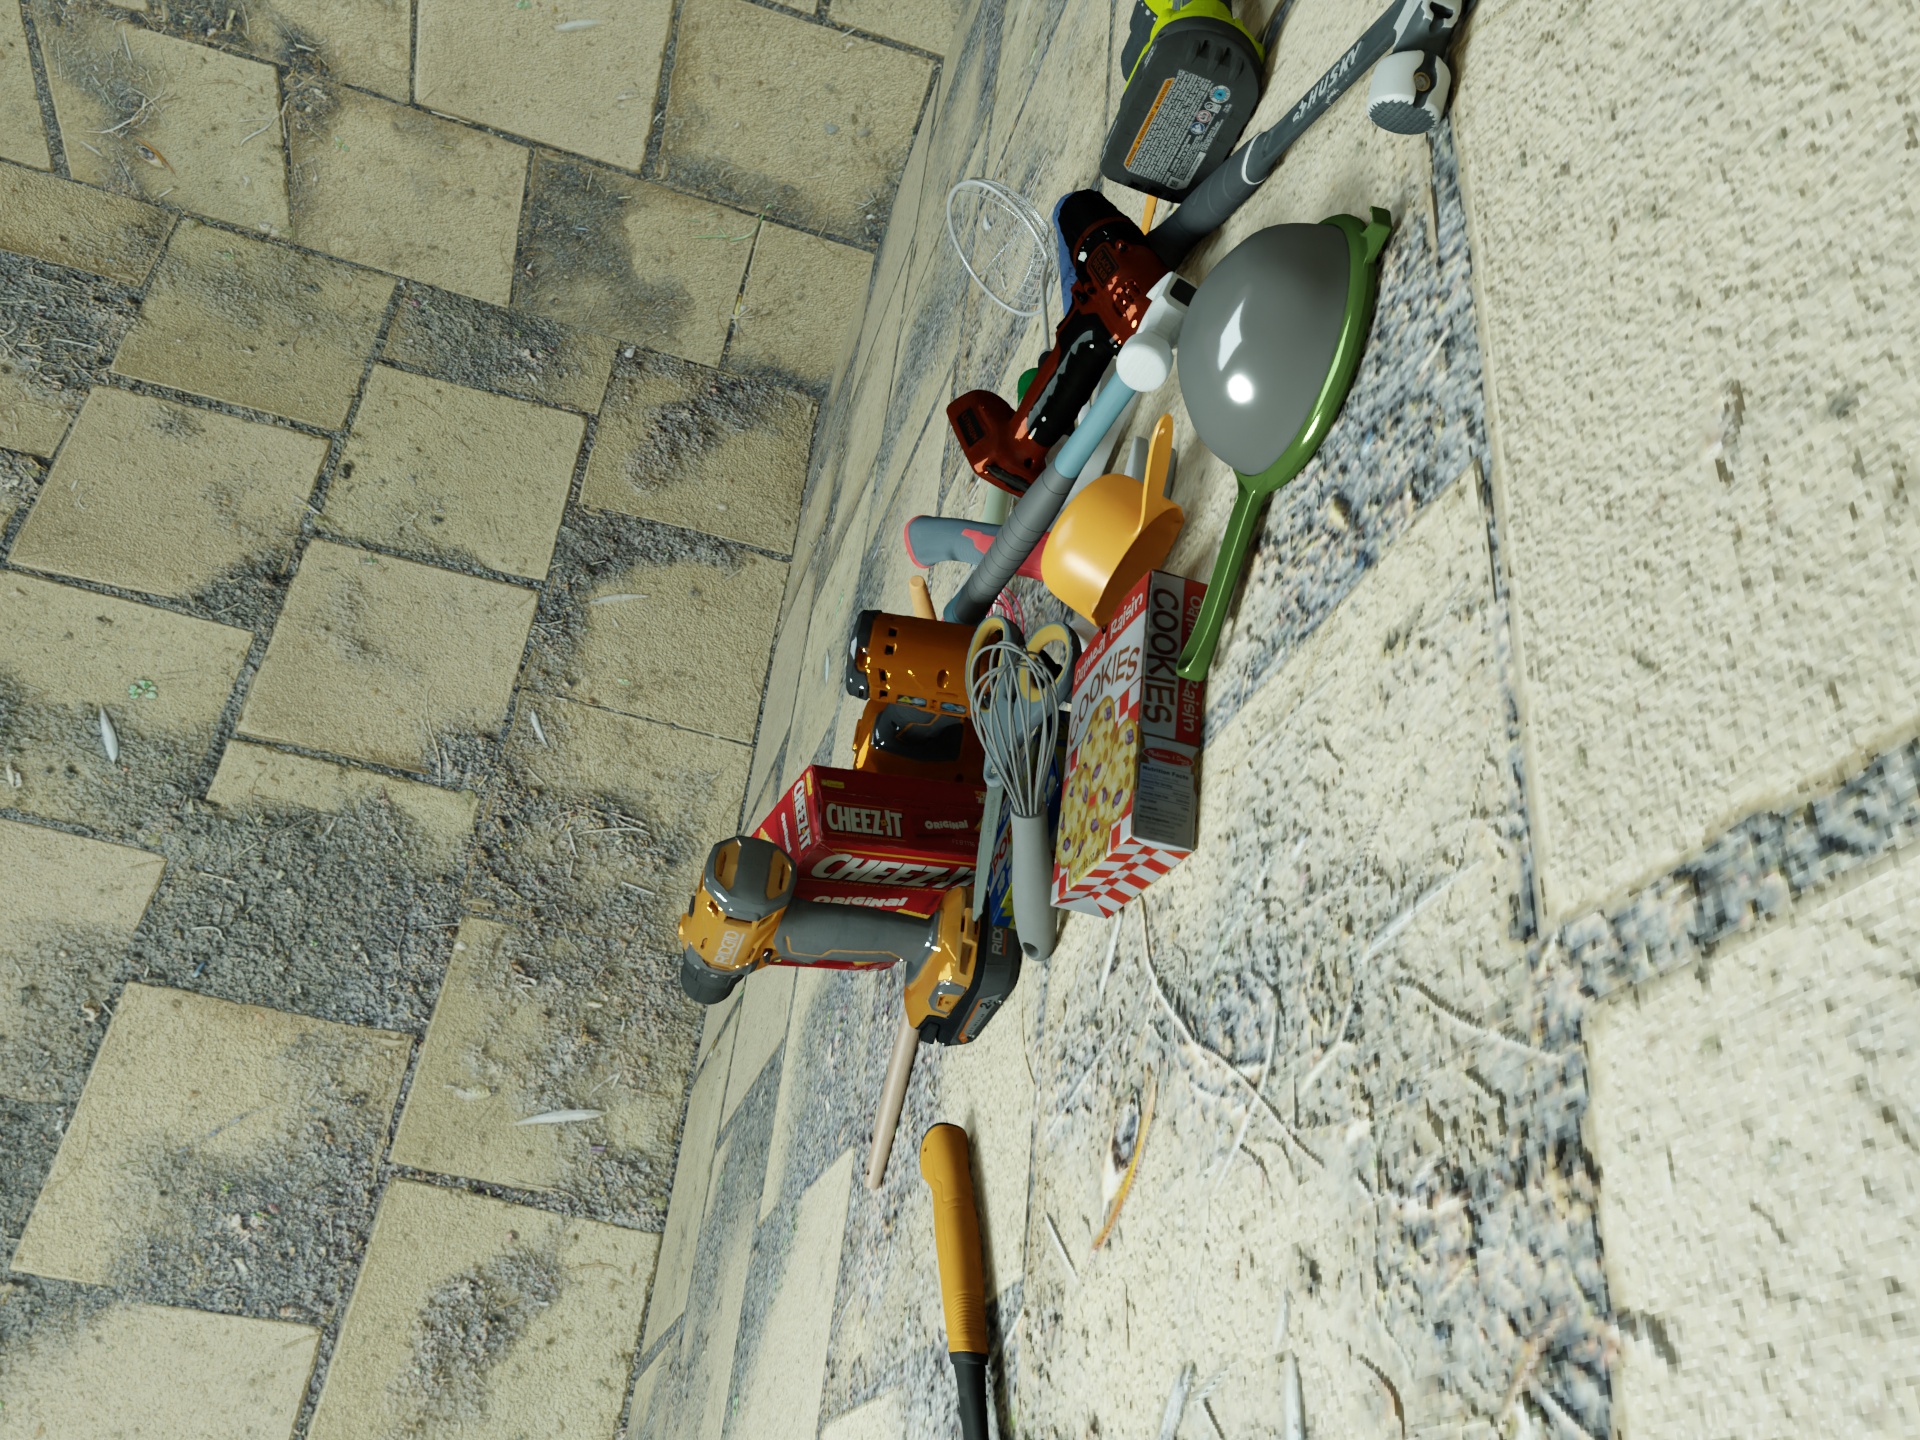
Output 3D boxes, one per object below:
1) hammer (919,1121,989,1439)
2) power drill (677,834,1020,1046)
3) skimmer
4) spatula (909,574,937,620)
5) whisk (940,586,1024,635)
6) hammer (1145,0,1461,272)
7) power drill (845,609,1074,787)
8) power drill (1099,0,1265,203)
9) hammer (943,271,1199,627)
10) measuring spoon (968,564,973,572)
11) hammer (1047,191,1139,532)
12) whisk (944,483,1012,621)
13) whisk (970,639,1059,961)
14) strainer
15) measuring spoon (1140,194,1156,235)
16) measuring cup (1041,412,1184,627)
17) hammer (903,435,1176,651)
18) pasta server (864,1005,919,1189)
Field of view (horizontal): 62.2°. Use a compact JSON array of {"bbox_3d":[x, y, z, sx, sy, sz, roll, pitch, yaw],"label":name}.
[{"bbox_3d":[0.004,0.358,0.957,0.337,0.034,0.127,-101,27,-63],"label":"hammer"},{"bbox_3d":[-0.089,0.168,1.137,0.185,0.226,0.084,119,161,-50],"label":"power drill"},{"bbox_3d":[0.039,-0.311,1.264,0.364,0.090,0.127,-92,-13,-45],"label":"skimmer"},{"bbox_3d":[-0.026,-0.038,1.388,0.322,0.041,0.081,76,-160,-63],"label":"spatula"},{"bbox_3d":[-0.004,0.025,1.326,0.073,0.073,0.295,-111,32,-70],"label":"whisk"},{"bbox_3d":[0.185,-0.347,0.942,0.409,0.036,0.149,168,116,-77],"label":"hammer"},{"bbox_3d":[-0.002,-0.004,1.171,0.226,0.164,0.084,101,179,-68],"label":"power drill"},{"bbox_3d":[0.157,-0.480,1.131,0.190,0.080,0.229,123,160,-56],"label":"power drill"},{"bbox_3d":[0.063,-0.156,1.022,0.331,0.033,0.128,-53,6,50],"label":"hammer"},{"bbox_3d":[0.027,-0.167,1.515,0.129,0.021,0.042,-76,8,-50],"label":"measuring spoon"},{"bbox_3d":[0.100,-0.327,1.303,0.406,0.035,0.144,-88,17,-45],"label":"hammer"},{"bbox_3d":[0.027,-0.150,1.417,0.057,0.059,0.247,92,-173,-52],"label":"whisk"},{"bbox_3d":[0.038,0.055,0.966,0.055,0.055,0.238,-95,-1,-57],"label":"whisk"},{"bbox_3d":[0.138,-0.151,0.845,0.151,0.069,0.256,-140,66,-77],"label":"strainer"},{"bbox_3d":[0.142,-0.392,1.243,0.021,0.011,0.117,-175,99,-78],"label":"measuring spoon"},{"bbox_3d":[0.090,-0.129,0.929,0.095,0.052,0.173,-45,-21,-25],"label":"measuring cup"},{"bbox_3d":[0.042,-0.143,1.190,0.386,0.038,0.143,26,101,66],"label":"hammer"},{"bbox_3d":[-0.044,0.233,1.313,0.060,0.040,0.316,17,95,60],"label":"pasta server"}]
